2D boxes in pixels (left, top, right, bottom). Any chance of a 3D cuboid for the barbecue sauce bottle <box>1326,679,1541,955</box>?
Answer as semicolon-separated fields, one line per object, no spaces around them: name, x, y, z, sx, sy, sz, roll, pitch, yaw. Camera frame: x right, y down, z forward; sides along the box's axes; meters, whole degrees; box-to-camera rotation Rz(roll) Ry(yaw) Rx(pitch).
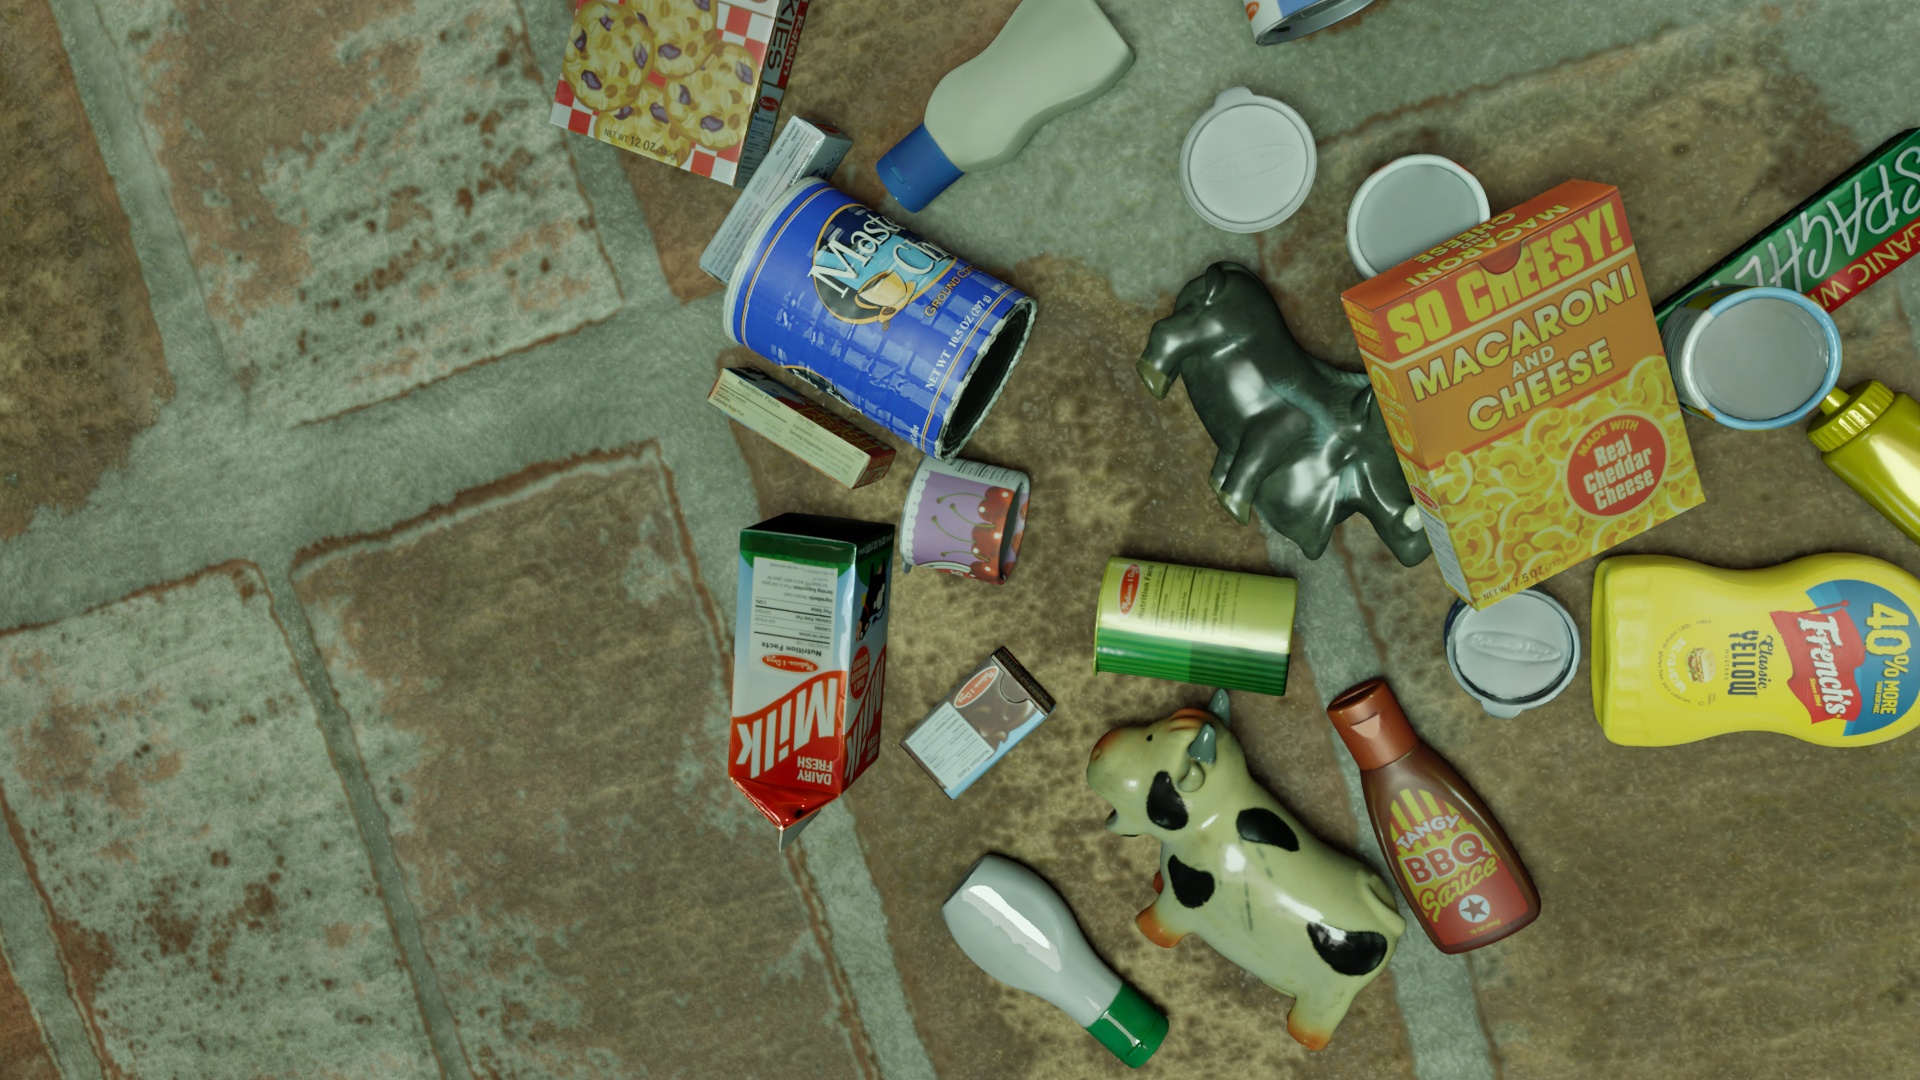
barbecue sauce bottle;0.252;0.148;0.758;0.064;0.044;0.148;-30;90;19

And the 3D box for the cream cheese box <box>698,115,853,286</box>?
cream cheese box;-0.105;-0.193;0.793;0.024;0.053;0.103;38;107;4

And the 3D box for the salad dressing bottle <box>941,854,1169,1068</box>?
salad dressing bottle;0.057;0.252;0.830;0.148;0.044;0.064;41;105;4

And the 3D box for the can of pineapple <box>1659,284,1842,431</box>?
can of pineapple;0.368;-0.086;0.648;0.071;0.058;0.071;3;101;14

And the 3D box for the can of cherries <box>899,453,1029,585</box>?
can of cherries;0.003;-0.010;0.788;0.058;0.071;0.071;13;103;12

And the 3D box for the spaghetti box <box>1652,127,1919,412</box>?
spaghetti box;0.372;-0.104;0.690;0.249;0.029;0.050;-38;89;18

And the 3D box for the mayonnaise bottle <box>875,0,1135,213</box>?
mayonnaise bottle;0.020;-0.239;0.759;0.147;0.041;0.065;-36;87;19

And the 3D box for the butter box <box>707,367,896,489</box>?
butter box;-0.092;-0.066;0.811;0.103;0.053;0.024;31;104;8

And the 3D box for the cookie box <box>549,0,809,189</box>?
cookie box;-0.155;-0.301;0.795;0.123;0.040;0.167;21;104;11

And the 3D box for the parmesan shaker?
parmesan shaker;0.129;0.049;0.762;0.103;0.071;0.071;7;102;13

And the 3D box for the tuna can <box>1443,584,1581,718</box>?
tuna can;0.291;0.056;0.737;0.071;0.033;0.071;3;100;15

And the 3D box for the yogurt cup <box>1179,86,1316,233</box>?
yogurt cup;0.151;-0.194;0.722;0.072;0.054;0.072;3;100;15

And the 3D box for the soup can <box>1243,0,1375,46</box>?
soup can;0.169;-0.302;0.694;0.071;0.071;0.083;-18;94;18

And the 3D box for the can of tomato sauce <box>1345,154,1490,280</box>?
can of tomato sauce;0.227;-0.158;0.692;0.071;0.083;0.071;3;101;15

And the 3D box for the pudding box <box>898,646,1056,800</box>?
pudding box;0.010;0.109;0.825;0.049;0.030;0.083;47;107;5

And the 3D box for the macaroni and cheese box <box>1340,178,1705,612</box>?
macaroni and cheese box;0.267;-0.066;0.654;0.124;0.040;0.166;-27;112;1

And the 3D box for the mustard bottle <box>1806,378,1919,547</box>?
mustard bottle;0.459;-0.030;0.662;0.160;0.065;0.048;45;111;9

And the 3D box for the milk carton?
milk carton;-0.089;0.084;0.827;0.073;0.072;0.190;7;100;14
